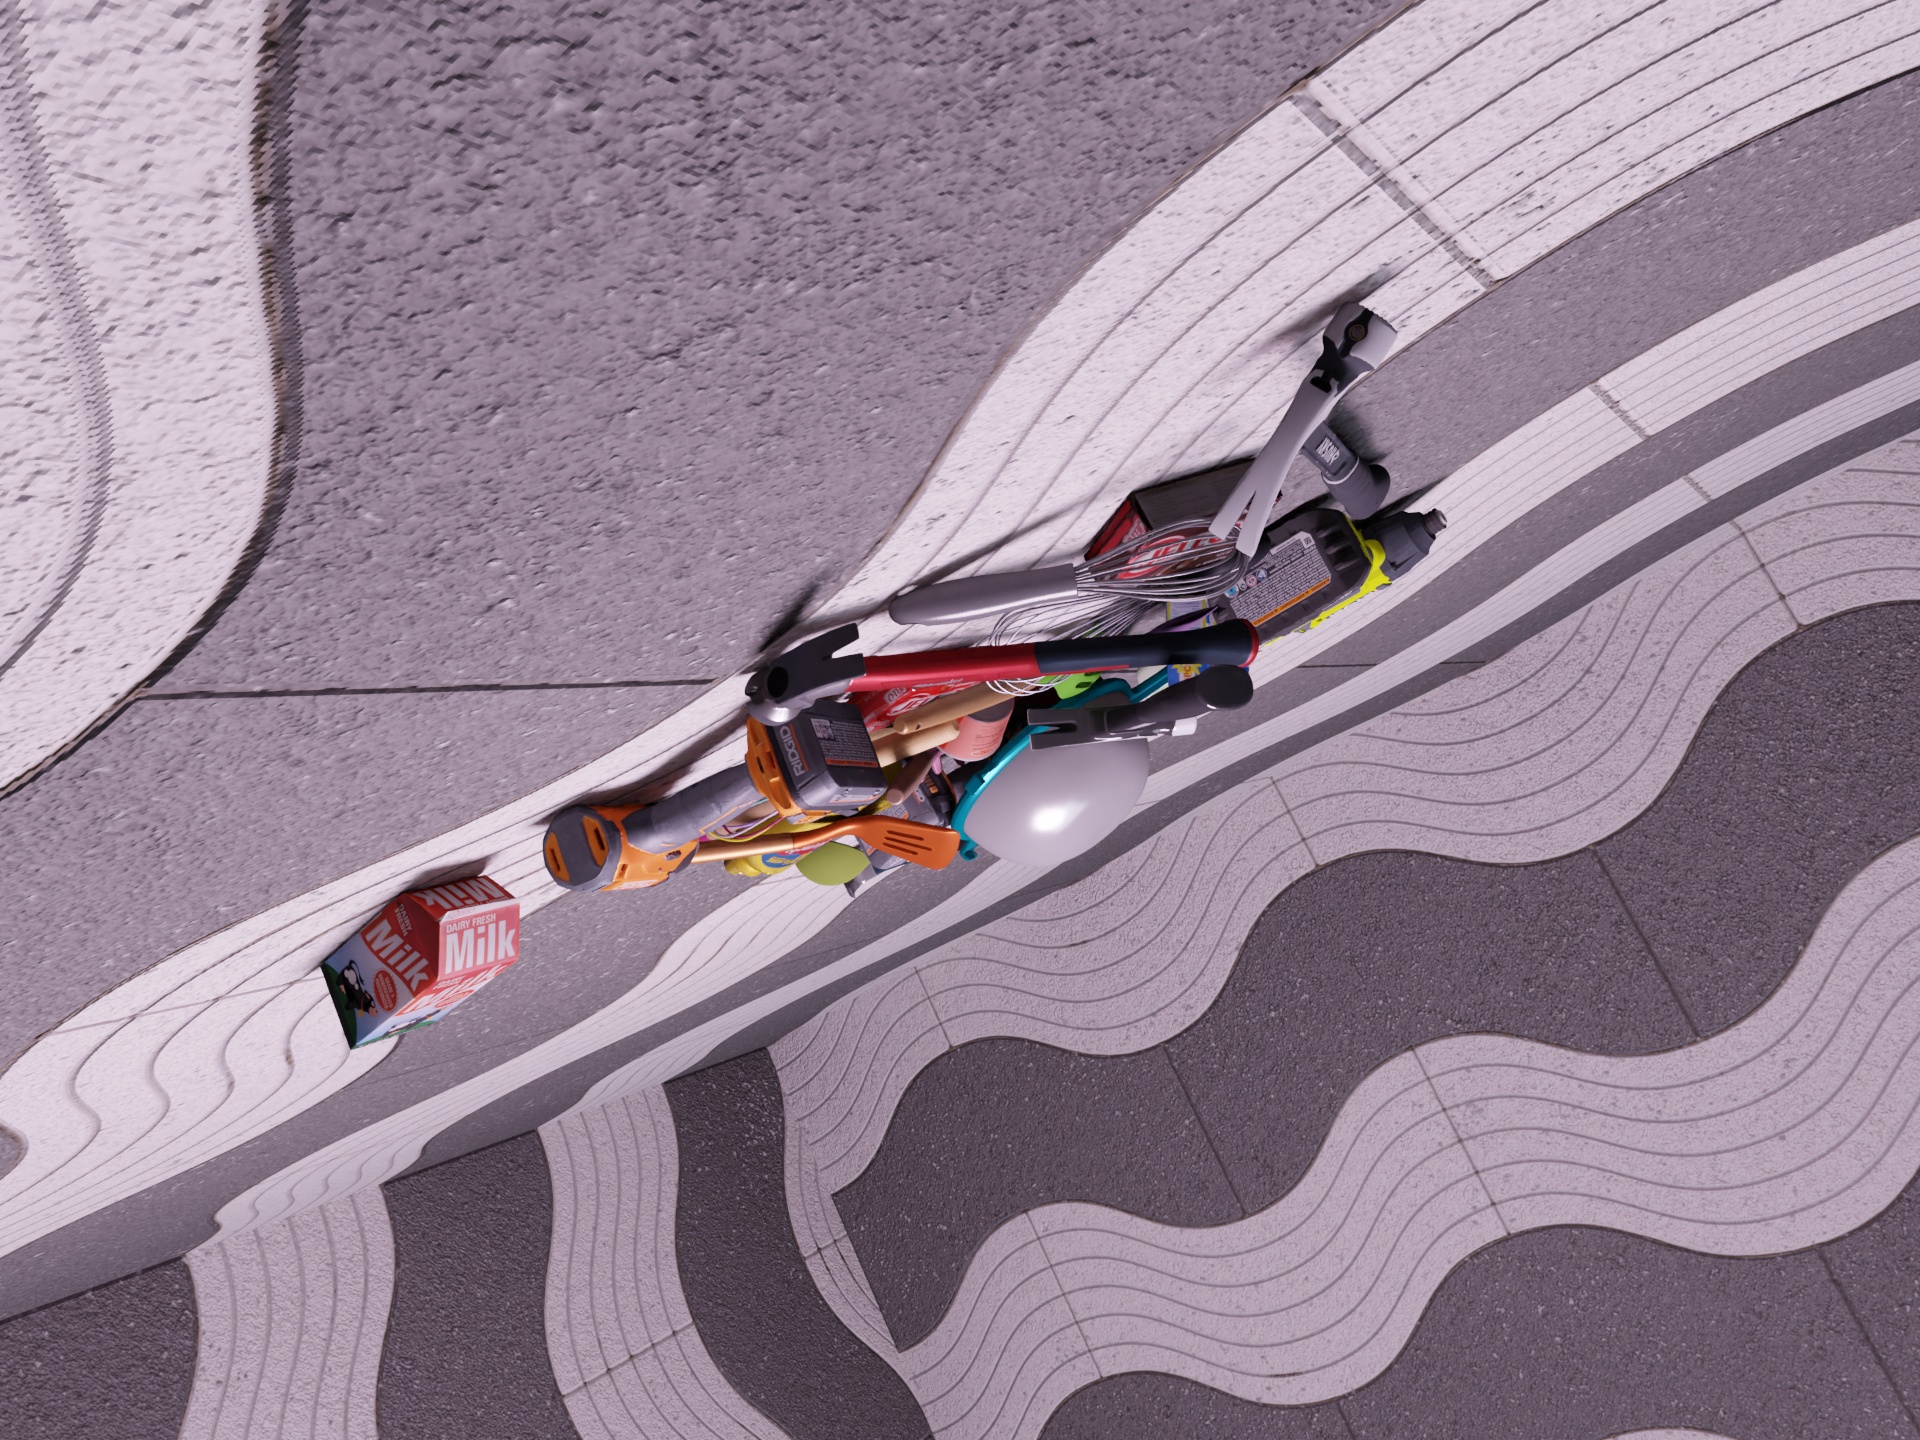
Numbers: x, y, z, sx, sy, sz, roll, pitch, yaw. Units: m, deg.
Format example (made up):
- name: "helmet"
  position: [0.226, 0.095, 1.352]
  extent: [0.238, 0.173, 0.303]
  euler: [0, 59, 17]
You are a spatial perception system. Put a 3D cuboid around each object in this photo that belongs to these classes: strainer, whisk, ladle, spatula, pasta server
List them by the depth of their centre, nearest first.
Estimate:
- name: "whisk"
  position: [0.071, -0.090, 1.016]
  extent: [0.239, 0.055, 0.055]
  euler: [-10, 169, 3]
- name: "whisk"
  position: [0.131, -0.089, 1.213]
  extent: [0.284, 0.070, 0.070]
  euler: [-25, 169, -25]
- name: "whisk"
  position: [-0.106, 0.045, 1.247]
  extent: [0.245, 0.047, 0.051]
  euler: [-21, 174, 24]
- name: "pasta server"
  position: [-0.030, 0.043, 1.281]
  extent: [0.060, 0.040, 0.316]
  euler: [-19, -176, 7]
- name: "spatula"
  position: [-0.162, 0.111, 1.319]
  extent: [0.322, 0.041, 0.081]
  euler: [-6, 153, -16]
- name: "spatula"
  position: [0.158, -0.066, 1.329]
  extent: [0.060, 0.018, 0.316]
  euler: [-23, 178, -7]
- name: "ladle"
  position: [-0.002, -0.004, 1.370]
  extent: [0.315, 0.031, 0.069]
  euler: [-15, 167, -34]
- name: "strainer"
  position: [0.150, 0.030, 1.458]
  extent: [0.340, 0.095, 0.210]
  euler: [-34, 161, -15]
- name: "ladle"
  position: [-0.039, 0.098, 1.700]
  extent: [0.320, 0.062, 0.078]
  euler: [-24, -176, -34]

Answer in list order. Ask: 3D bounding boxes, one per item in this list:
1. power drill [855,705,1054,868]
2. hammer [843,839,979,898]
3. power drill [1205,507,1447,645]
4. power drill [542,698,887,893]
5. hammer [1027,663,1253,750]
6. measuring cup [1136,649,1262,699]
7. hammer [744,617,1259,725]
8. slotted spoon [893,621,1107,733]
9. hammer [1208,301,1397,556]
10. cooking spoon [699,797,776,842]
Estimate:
- name: "power drill"
  position: [0.020, 0.047, 1.519]
  extent: [0.226, 0.084, 0.185]
  euler: [-22, 165, -36]
- name: "hammer"
  position: [-0.017, 0.133, 1.729]
  extent: [0.128, 0.033, 0.331]
  euler: [-29, -175, -43]
- name: "power drill"
  position: [0.320, -0.131, 1.378]
  extent: [0.171, 0.080, 0.223]
  euler: [-32, 171, 32]
- name: "power drill"
  position: [-0.174, 0.062, 1.176]
  extent: [0.226, 0.084, 0.164]
  euler: [-25, 170, 16]
- name: "hammer"
  position: [0.146, -0.009, 1.207]
  extent: [0.146, 0.035, 0.335]
  euler: [-5, 176, -8]
- name: "measuring cup"
  position: [0.244, -0.063, 1.604]
  extent: [0.167, 0.038, 0.083]
  euler: [-19, 166, -39]
- name: "hammer"
  position: [0.058, -0.044, 1.070]
  extent: [0.386, 0.038, 0.143]
  euler: [-6, 172, -31]
- name: "slotted spoon"
  position: [0.041, -0.026, 1.230]
  extent: [0.313, 0.031, 0.070]
  euler: [-20, 137, -56]
- name: "hammer"
  position: [0.252, -0.169, 1.072]
  extent: [0.149, 0.036, 0.409]
  euler: [-58, 165, 12]
- name: "cooking spoon"
  position: [-0.194, 0.086, 1.346]
  extent: [0.319, 0.017, 0.068]
  euler: [-27, 169, 30]
